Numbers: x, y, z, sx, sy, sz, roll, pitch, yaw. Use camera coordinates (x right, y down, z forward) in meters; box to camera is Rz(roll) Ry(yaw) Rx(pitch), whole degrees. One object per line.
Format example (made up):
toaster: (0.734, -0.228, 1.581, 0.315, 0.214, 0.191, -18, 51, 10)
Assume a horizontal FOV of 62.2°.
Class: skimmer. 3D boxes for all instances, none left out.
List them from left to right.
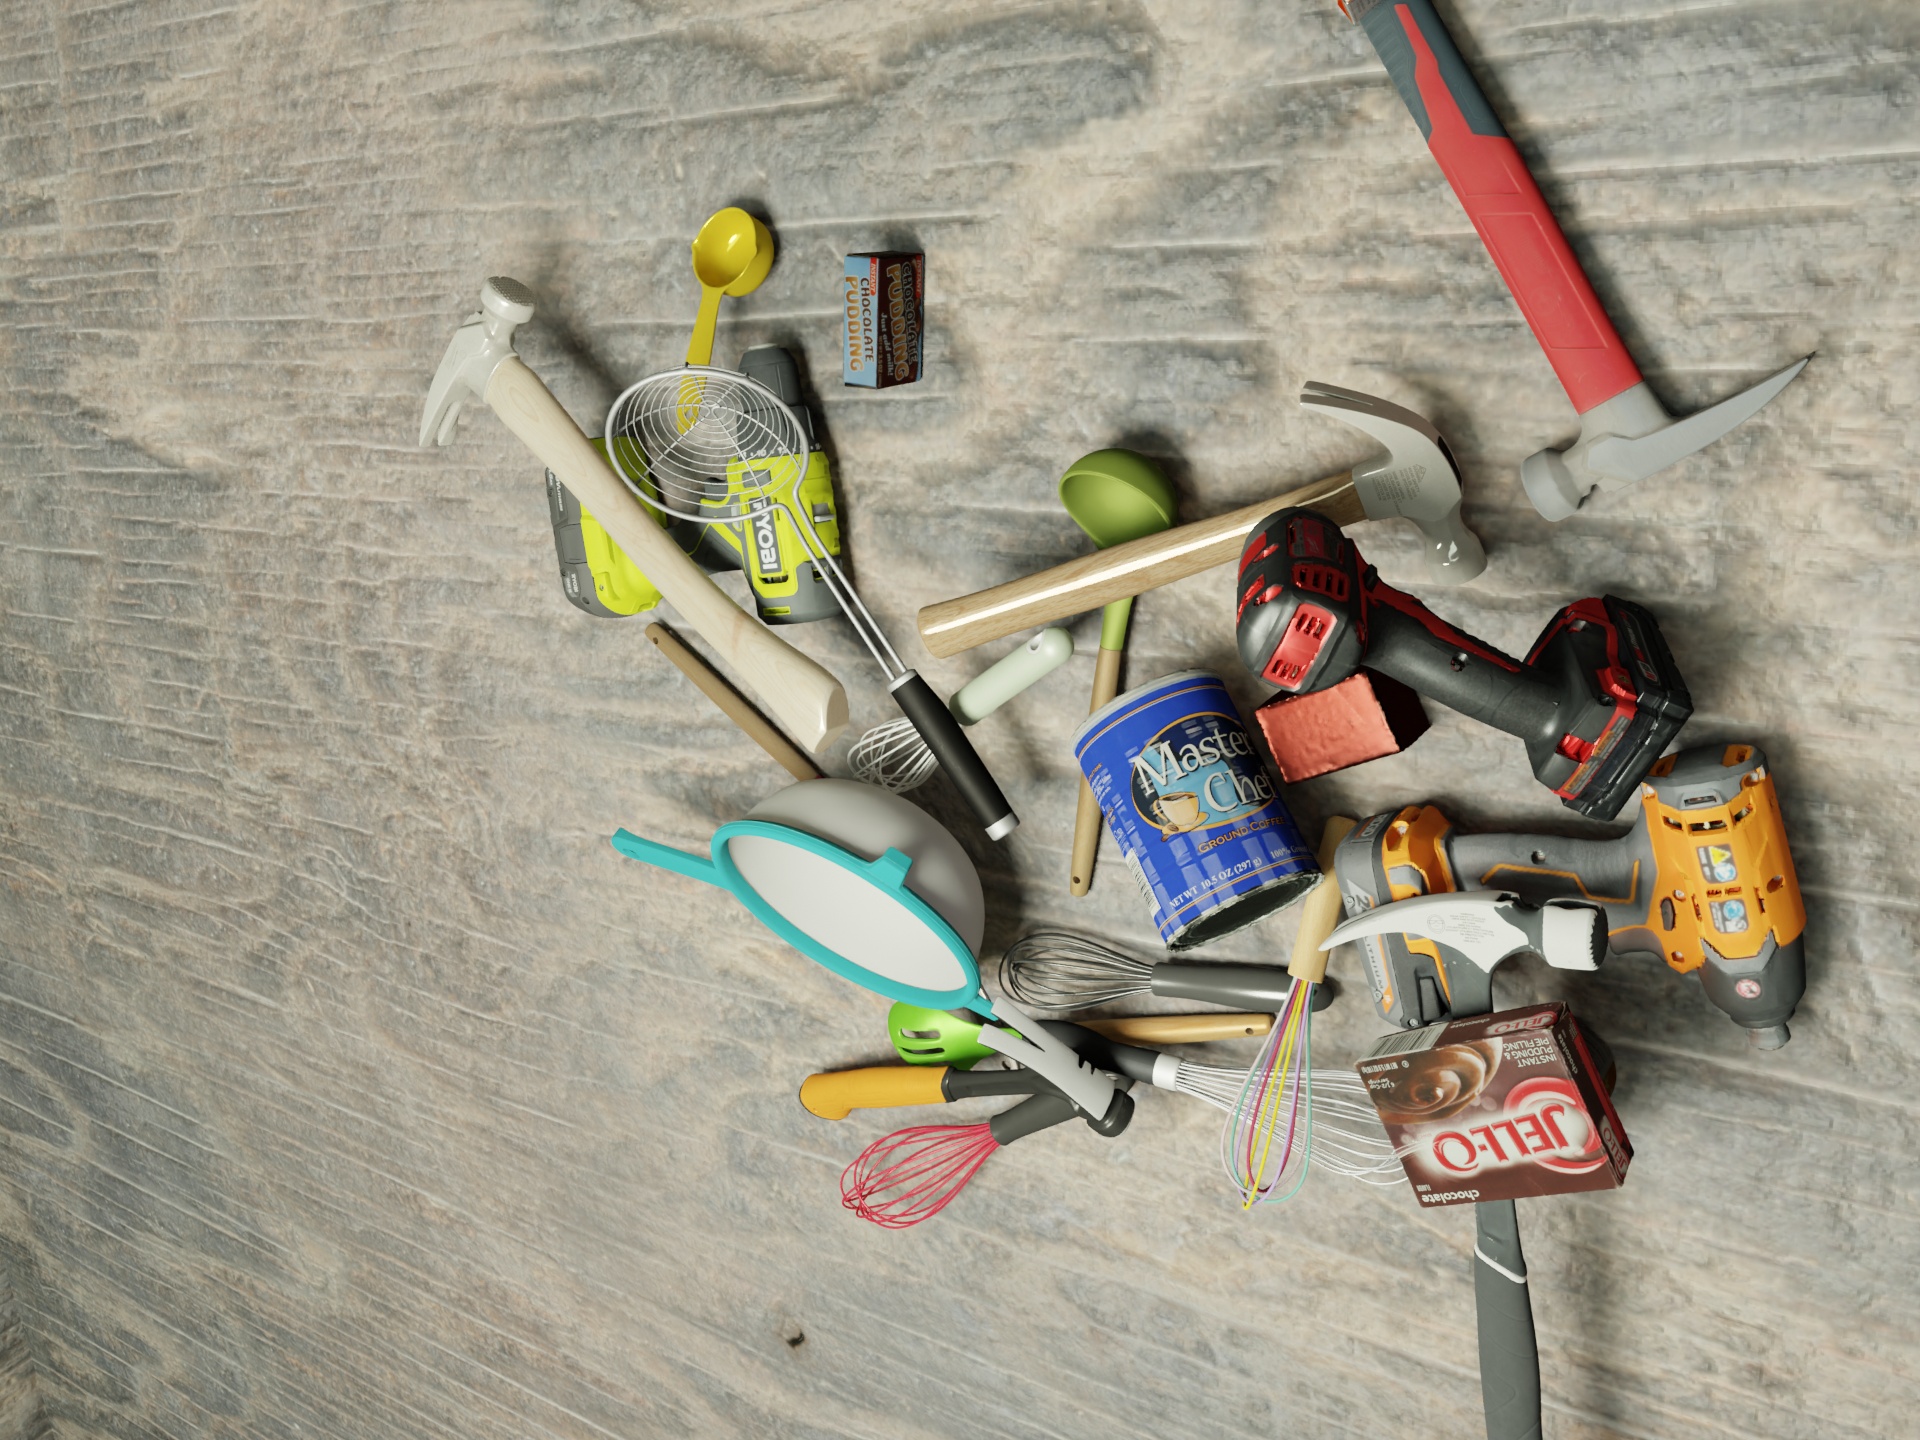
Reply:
skimmer: (-0.086, -0.067, 1.013, 0.127, 0.090, 0.363, -34, 91, 34)

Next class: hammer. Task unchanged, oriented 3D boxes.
hammer: (-0.230, -0.125, 1.116, 0.411, 0.038, 0.146, 46, 120, 14)
hammer: (-0.027, 0.261, 1.153, 0.127, 0.034, 0.337, 40, 147, -21)
hammer: (0.120, -0.097, 0.921, 0.331, 0.031, 0.130, -16, 115, 26)
hammer: (0.295, 0.285, 0.890, 0.149, 0.036, 0.408, 1, 108, 36)
hammer: (0.269, -0.301, 0.799, 0.143, 0.038, 0.386, -29, 89, 37)

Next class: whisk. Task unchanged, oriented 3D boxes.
whisk: (-0.002, -0.003, 1.074, 0.059, 0.058, 0.246, 30, 143, -21)
whisk: (0.016, 0.314, 1.191, 0.296, 0.073, 0.073, -34, 86, 32)
whisk: (0.132, 0.176, 1.064, 0.239, 0.055, 0.055, 0, 107, 31)
whisk: (0.166, 0.237, 1.037, 0.285, 0.070, 0.070, 9, 112, 28)
whisk: (0.205, 0.178, 0.964, 0.051, 0.047, 0.245, 14, 89, 35)

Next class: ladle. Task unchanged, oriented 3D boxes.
ladle: (0.087, -0.020, 1.019, 0.078, 0.062, 0.320, 20, 120, 28)

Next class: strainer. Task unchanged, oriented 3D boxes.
strainer: (-0.112, 0.094, 1.144, 0.340, 0.095, 0.210, 12, 147, 36)

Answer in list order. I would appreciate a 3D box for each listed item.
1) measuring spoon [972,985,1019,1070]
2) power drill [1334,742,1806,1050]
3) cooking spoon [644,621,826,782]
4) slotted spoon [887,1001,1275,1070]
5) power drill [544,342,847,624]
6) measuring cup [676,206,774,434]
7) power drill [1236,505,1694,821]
measuring spoon: (0.012, 0.215, 1.180, 0.034, 0.018, 0.124, -23, 93, 38)
power drill: (0.339, 0.111, 0.876, 0.226, 0.084, 0.164, -13, 99, 34)
cooking spoon: (-0.129, 0.030, 1.211, 0.319, 0.017, 0.068, 42, 125, 14)
slotted spoon: (0.074, 0.222, 1.125, 0.314, 0.031, 0.070, -10, 113, 32)
power drill: (-0.189, -0.162, 1.148, 0.228, 0.080, 0.190, -2, 101, 33)
measuring cup: (-0.165, -0.270, 1.090, 0.062, 0.029, 0.156, 17, 96, 34)
power drill: (0.246, -0.043, 0.816, 0.219, 0.143, 0.078, 21, 123, -3)
